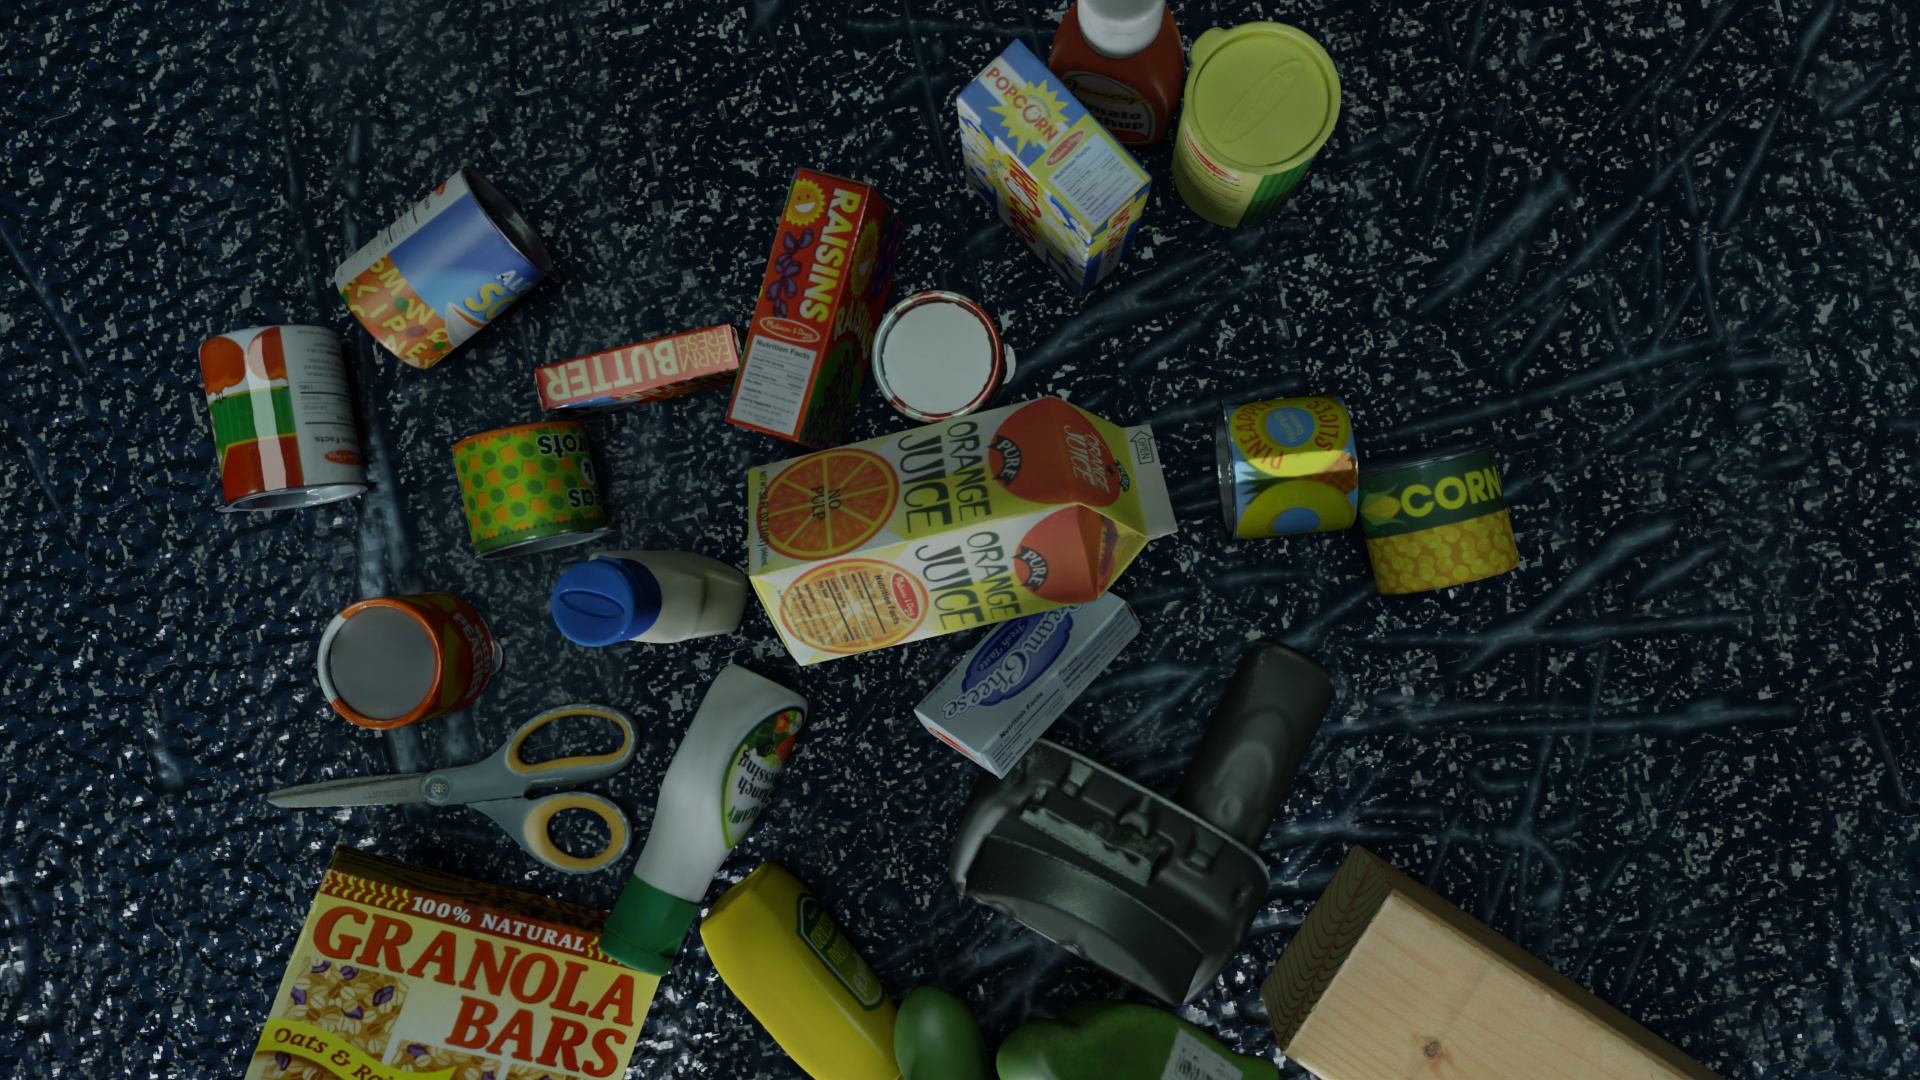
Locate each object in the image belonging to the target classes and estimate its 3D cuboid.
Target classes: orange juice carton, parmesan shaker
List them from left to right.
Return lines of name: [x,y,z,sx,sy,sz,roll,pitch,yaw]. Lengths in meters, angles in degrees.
orange juice carton: [0.002,-0.008,0.658,0.193,0.072,0.072,-13,48,5]
parmesan shaker: [0.132,-0.192,0.646,0.071,0.103,0.071,0,90,5]

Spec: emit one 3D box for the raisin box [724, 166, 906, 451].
raisin box: [-0.068,-0.107,0.672,0.040,0.086,0.123,17,91,10]

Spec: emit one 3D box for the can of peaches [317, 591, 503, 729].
can of peaches: [-0.278,0.060,0.703,0.071,0.058,0.071,0,89,6]

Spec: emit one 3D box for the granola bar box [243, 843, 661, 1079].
granola bar box: [-0.243,0.231,0.676,0.165,0.039,0.124,21,89,-19]

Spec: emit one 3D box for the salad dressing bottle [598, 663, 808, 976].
salad dressing bottle: [-0.126,0.135,0.676,0.044,0.064,0.148,21,78,22]

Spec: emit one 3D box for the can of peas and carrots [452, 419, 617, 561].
can of peas and carrots: [-0.212,-0.025,0.694,0.071,0.071,0.058,-14,88,5]

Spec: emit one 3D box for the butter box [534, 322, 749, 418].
butter box: [-0.154,-0.084,0.696,0.103,0.053,0.024,-12,91,5]

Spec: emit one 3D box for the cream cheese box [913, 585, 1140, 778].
cream cheese box: [0.033,0.061,0.662,0.104,0.024,0.053,-45,41,-17]

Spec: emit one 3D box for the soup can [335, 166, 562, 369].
soup can: [-0.257,-0.134,0.701,0.084,0.071,0.071,-37,87,5]

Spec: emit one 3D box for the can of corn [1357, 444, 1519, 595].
can of corn: [0.223,-0.010,0.652,0.071,0.071,0.058,-13,89,5]

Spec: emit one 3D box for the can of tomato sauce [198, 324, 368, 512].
can of tomato sauce: [-0.346,-0.061,0.707,0.071,0.071,0.083,-12,88,5]

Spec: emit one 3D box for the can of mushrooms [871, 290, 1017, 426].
can of mushrooms: [-0.008,-0.090,0.693,0.071,0.033,0.071,0,89,6]

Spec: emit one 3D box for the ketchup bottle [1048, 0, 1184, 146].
ketchup bottle: [0.071,-0.223,0.629,0.065,0.149,0.043,19,90,5]

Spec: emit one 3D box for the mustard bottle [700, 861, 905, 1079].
mustard bottle: [-0.060,0.233,0.681,0.049,0.065,0.160,-39,92,8]

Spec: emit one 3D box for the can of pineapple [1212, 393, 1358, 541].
can of pineapple: [0.153,-0.036,0.659,0.058,0.071,0.071,-6,89,4]

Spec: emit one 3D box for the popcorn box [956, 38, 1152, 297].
popcorn box: [0.042,-0.166,0.642,0.038,0.126,0.085,-42,86,0]

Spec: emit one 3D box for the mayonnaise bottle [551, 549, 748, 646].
mayonnaise bottle: [-0.145,0.026,0.646,0.065,0.148,0.041,13,91,6]
